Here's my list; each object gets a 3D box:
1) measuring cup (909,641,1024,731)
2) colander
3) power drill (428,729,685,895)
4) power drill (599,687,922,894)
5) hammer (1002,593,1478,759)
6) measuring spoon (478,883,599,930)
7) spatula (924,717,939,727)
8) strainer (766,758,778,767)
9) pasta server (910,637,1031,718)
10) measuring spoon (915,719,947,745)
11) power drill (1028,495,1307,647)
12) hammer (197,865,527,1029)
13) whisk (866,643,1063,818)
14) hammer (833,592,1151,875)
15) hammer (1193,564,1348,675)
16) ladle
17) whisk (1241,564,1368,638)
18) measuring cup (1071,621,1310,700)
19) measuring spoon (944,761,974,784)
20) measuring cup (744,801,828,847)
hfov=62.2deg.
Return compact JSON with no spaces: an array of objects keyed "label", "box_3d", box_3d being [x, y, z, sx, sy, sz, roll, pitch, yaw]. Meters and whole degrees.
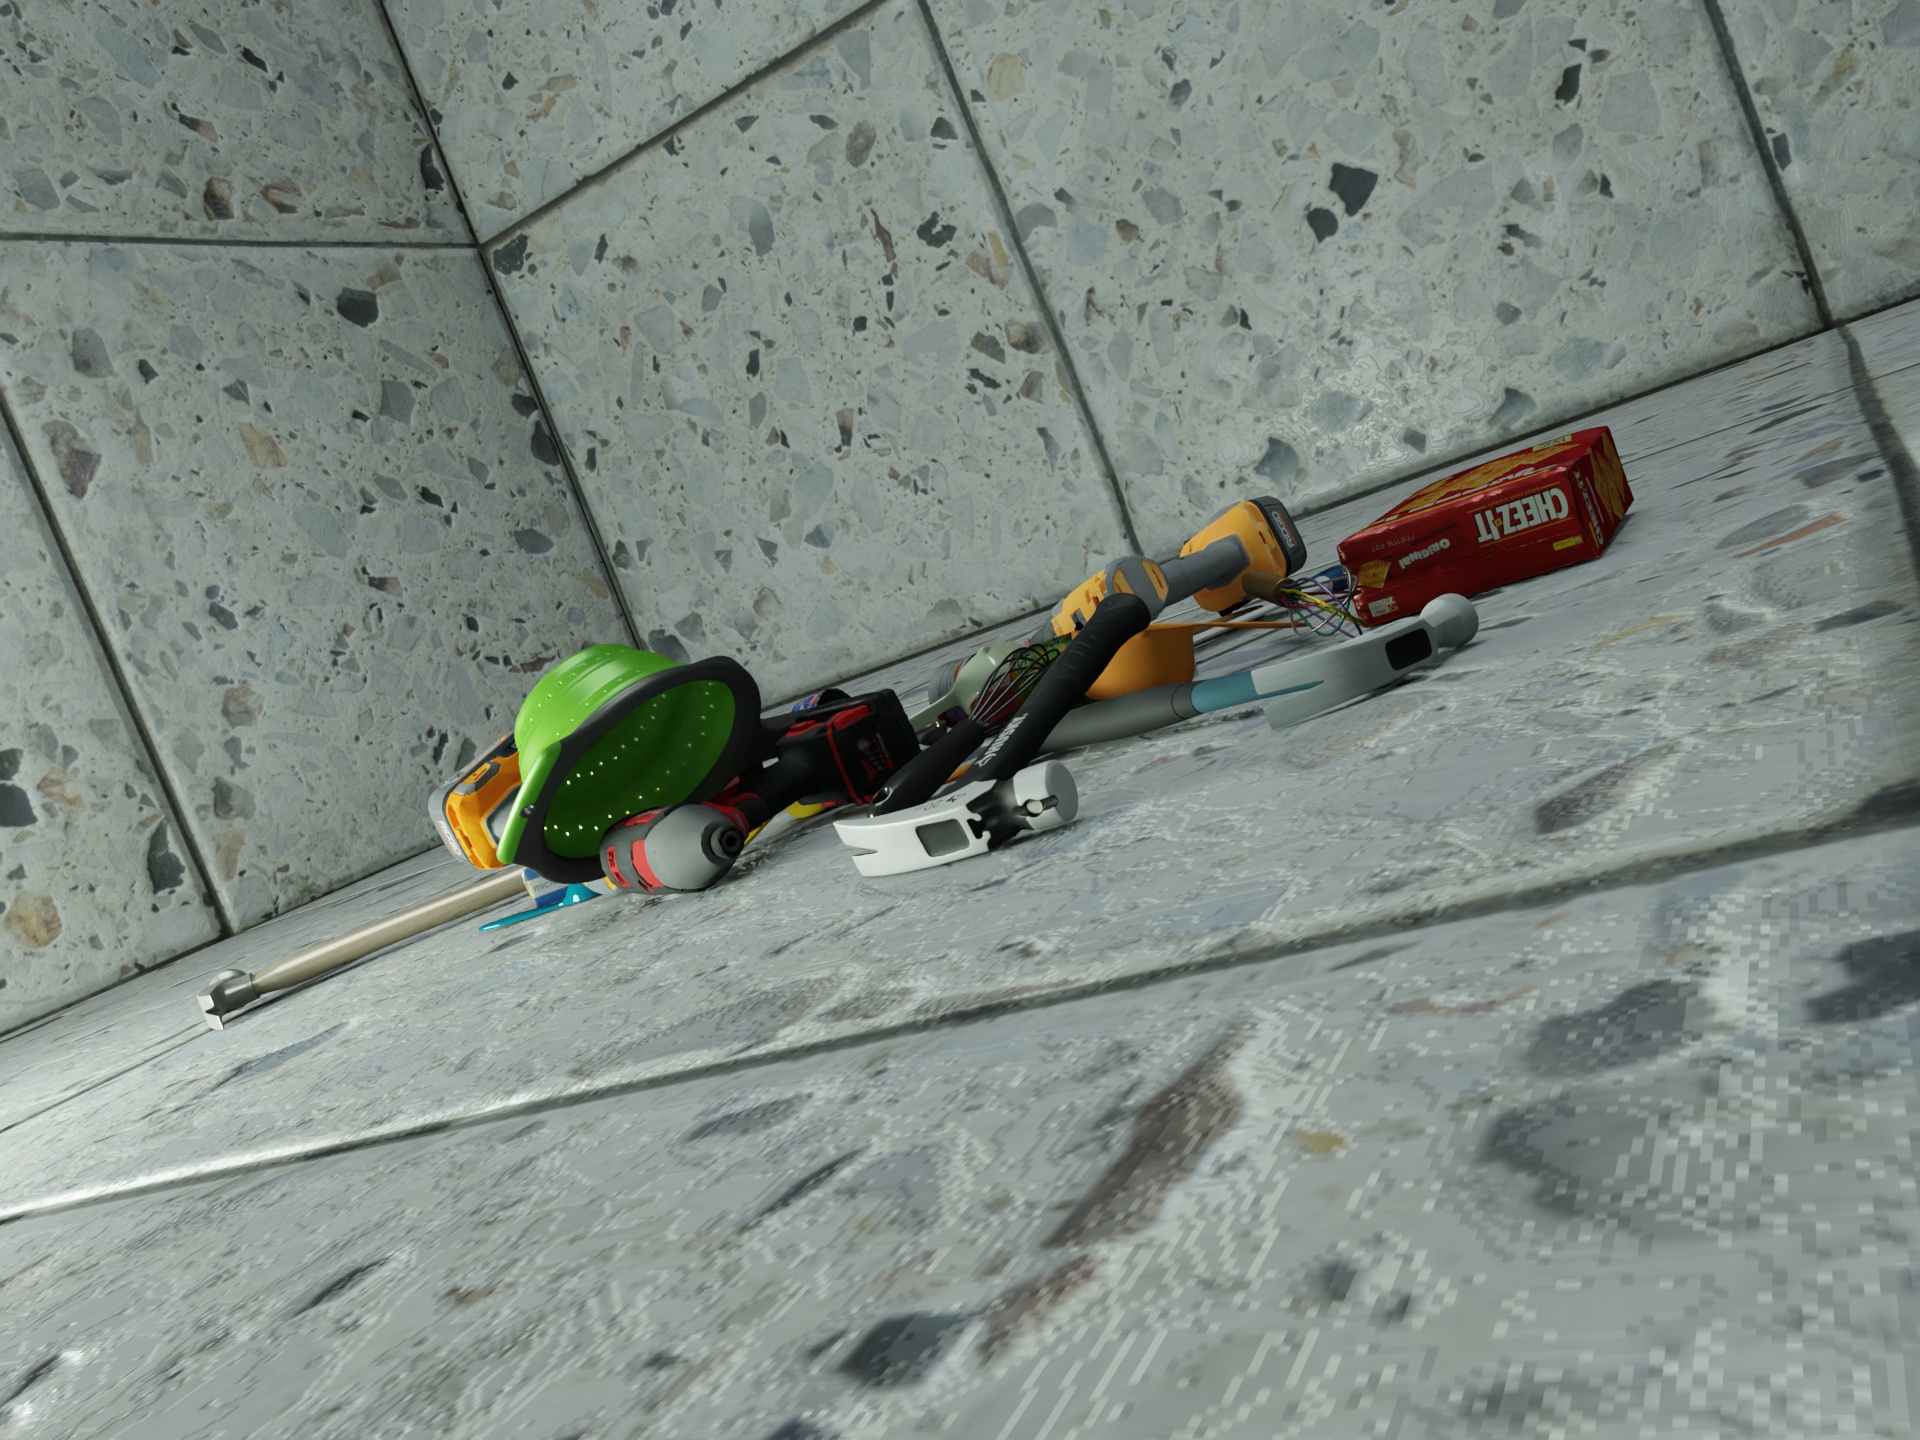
[{"label":"measuring cup","box_3d":[-0.002,-0.004,1.374,0.167,0.038,0.083,-33,-33,-9]},{"label":"colander","box_3d":[-0.203,0.000,1.209,0.397,0.095,0.204,-16,-38,-53]},{"label":"power drill","box_3d":[-0.311,0.064,1.317,0.226,0.084,0.164,4,36,35]},{"label":"power drill","box_3d":[-0.135,0.056,1.128,0.219,0.078,0.143,-28,10,-38]},{"label":"hammer","box_3d":[0.140,-0.012,0.962,0.128,0.033,0.331,-23,5,-38]},{"label":"measuring spoon","box_3d":[-0.343,0.146,1.306,0.128,0.021,0.042,-19,5,13]},{"label":"spatula","box_3d":[-0.004,-0.008,1.523,0.316,0.018,0.060,-23,47,15]},{"label":"strainer","box_3d":[-0.205,0.064,1.543,0.258,0.050,0.087,-25,-3,18]},{"label":"pasta server","box_3d":[-0.050,0.002,1.581,0.316,0.060,0.040,-22,-36,16]},{"label":"measuring spoon","box_3d":[-0.042,0.029,1.413,0.034,0.018,0.124,-18,12,28]},{"label":"power drill","box_3d":[0.176,-0.112,1.428,0.226,0.084,0.185,-23,-6,-29]},{"label":"hammer","box_3d":[-0.491,0.181,1.475,0.410,0.038,0.146,-22,6,-19]},{"label":"whisk","box_3d":[0.009,0.010,1.105,0.055,0.055,0.239,-17,17,43]},{"label":"hammer","box_3d":[0.046,-0.005,0.950,0.146,0.035,0.335,-20,15,29]},{"label":"hammer","box_3d":[0.301,-0.110,1.337,0.405,0.035,0.144,-23,5,-20]},{"label":"ladle","box_3d":[0.148,-0.052,1.394,0.315,0.031,0.069,-21,-15,-27]},{"label":"whisk","box_3d":[0.238,-0.092,1.143,0.047,0.051,0.245,-3,10,-4]},{"label":"measuring cup","box_3d":[0.167,-0.044,1.149,0.173,0.052,0.095,-3,6,-2]},{"label":"measuring spoon","box_3d":[0.007,0.039,1.109,0.117,0.011,0.021,-19,19,-17]},{"label":"measuring cup","box_3d":[-0.138,0.078,1.241,0.062,0.029,0.156,-18,17,34]}]
